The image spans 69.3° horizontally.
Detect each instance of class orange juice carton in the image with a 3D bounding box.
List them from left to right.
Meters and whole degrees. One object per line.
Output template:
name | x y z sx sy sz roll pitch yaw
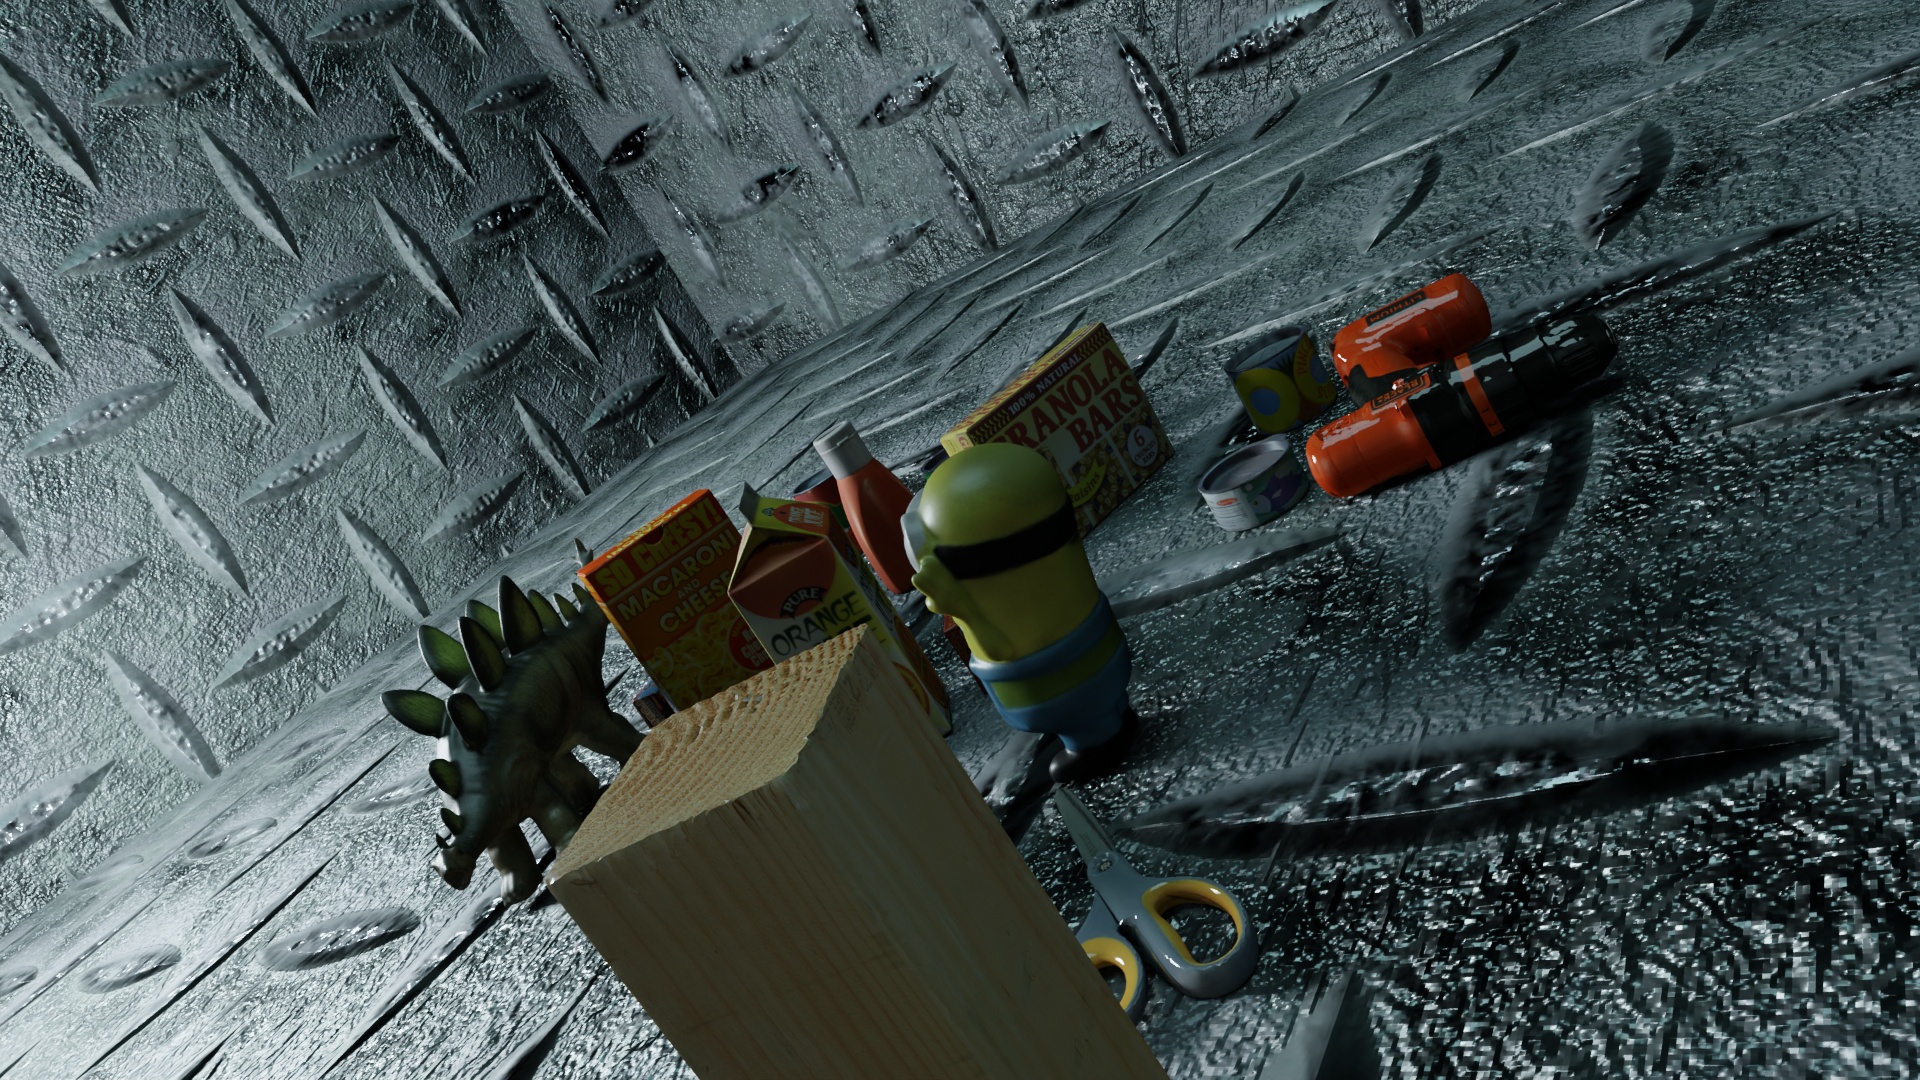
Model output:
orange juice carton | -0.085 0.049 0.876 0.073 0.192 0.072 -31 15 5

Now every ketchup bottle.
ketchup bottle | -0.070 -0.031 1.176 0.065 0.148 0.043 -36 16 -16

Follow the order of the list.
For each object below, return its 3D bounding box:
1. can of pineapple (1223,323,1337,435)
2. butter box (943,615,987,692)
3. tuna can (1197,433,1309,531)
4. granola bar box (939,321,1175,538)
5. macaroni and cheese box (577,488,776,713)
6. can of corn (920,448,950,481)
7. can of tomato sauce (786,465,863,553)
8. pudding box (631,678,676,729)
can of pineapple | 0.239 -0.119 1.031 0.071 0.057 0.071 -29 15 9
butter box | 0.013 0.056 0.930 0.024 0.053 0.104 -29 16 11
tuna can | 0.195 -0.038 0.912 0.071 0.032 0.071 -29 16 9
granola bar box | 0.079 -0.074 1.071 0.166 0.124 0.039 -41 17 -30
macaroni and cheese box | -0.212 0.059 1.137 0.124 0.166 0.040 -38 16 -21
can of corn | 0.007 -0.057 1.282 0.071 0.058 0.071 -29 15 9
can of tomato sauce | -0.122 -0.029 1.394 0.071 0.083 0.071 -29 15 9
pudding box | -0.242 0.131 1.191 0.030 0.049 0.084 -25 17 25
